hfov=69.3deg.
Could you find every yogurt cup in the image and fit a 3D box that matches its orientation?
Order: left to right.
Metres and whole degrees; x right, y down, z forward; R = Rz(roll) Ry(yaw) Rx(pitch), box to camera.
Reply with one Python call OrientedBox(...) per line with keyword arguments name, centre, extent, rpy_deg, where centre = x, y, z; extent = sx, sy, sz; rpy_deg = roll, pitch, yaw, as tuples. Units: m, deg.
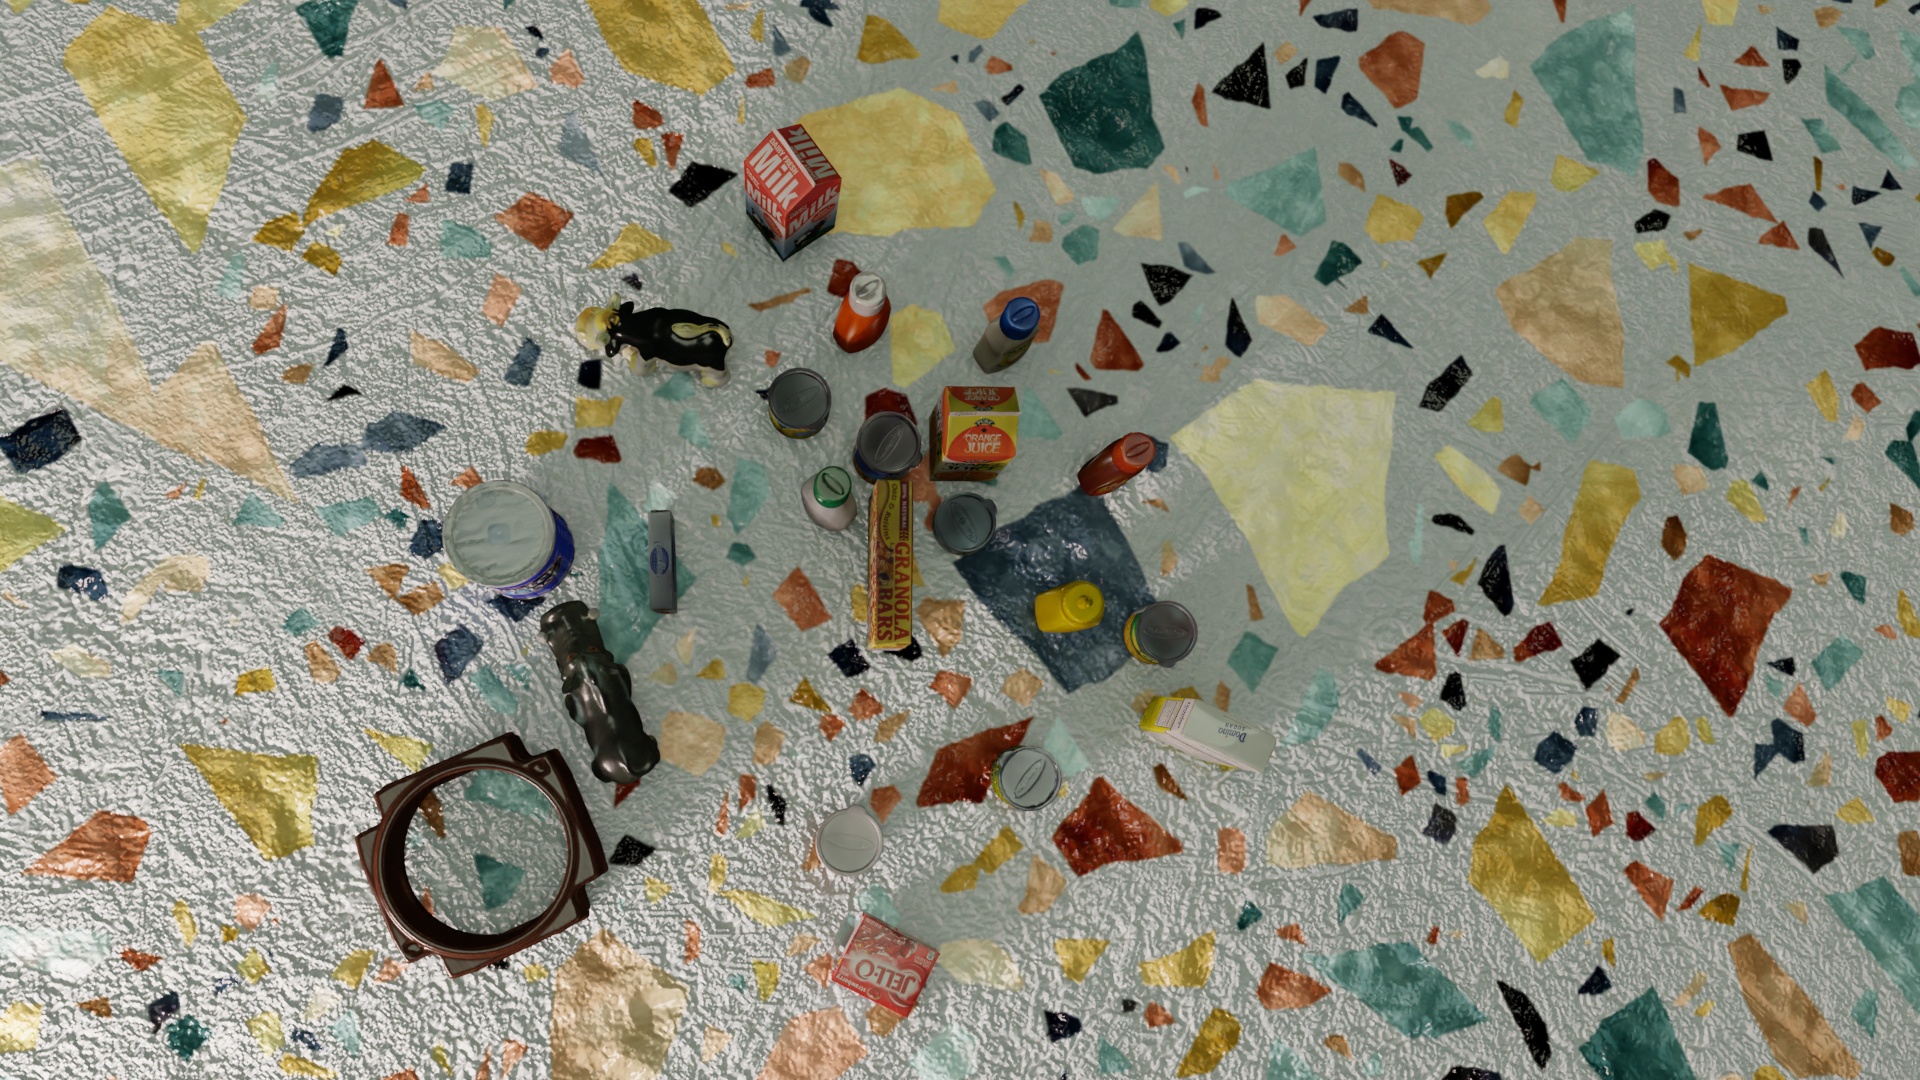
OrientedBox(name="yogurt cup", centre=(-0.114, 0.306, 1.416), extent=(0.072, 0.054, 0.072), rpy_deg=(1, 82, -8))

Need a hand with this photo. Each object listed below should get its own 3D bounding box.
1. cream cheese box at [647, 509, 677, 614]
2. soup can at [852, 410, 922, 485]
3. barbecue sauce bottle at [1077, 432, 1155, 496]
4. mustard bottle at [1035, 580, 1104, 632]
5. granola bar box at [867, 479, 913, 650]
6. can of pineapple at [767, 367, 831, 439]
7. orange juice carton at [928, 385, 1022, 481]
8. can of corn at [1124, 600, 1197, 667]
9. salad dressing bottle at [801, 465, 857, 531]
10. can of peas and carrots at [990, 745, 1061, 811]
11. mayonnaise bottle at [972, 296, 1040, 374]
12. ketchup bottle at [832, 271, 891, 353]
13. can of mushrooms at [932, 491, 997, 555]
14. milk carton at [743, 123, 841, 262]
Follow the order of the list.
OrientedBox(name="cream cheese box", centre=(-0.307, 0.023, 1.430), extent=(0.024, 0.053, 0.104), rpy_deg=(-2, 82, -8))
OrientedBox(name="soup can", centre=(-0.077, -0.094, 1.463), extent=(0.071, 0.083, 0.071), rpy_deg=(1, 82, -8))
OrientedBox(name="barbecue sauce bottle", centre=(0.168, -0.082, 1.463), extent=(0.065, 0.148, 0.043), rpy_deg=(-27, 87, -10))
OrientedBox(name="mustard bottle", centre=(0.118, 0.067, 1.428), extent=(0.065, 0.160, 0.049), rpy_deg=(-5, 83, -8))
OrientedBox(name="granola bar box", centre=(-0.072, 0.028, 1.426), extent=(0.039, 0.124, 0.165), rpy_deg=(1, 82, -8))
OrientedBox(name="can of pineapple", centre=(-0.170, -0.142, 1.471), extent=(0.071, 0.057, 0.071), rpy_deg=(1, 82, -8))
OrientedBox(name="orange juice carton", centre=(0.013, -0.111, 1.423), extent=(0.072, 0.192, 0.073), rpy_deg=(0, 83, -8))
OrientedBox(name="can of corn", centre=(0.214, 0.102, 1.489), extent=(0.071, 0.058, 0.071), rpy_deg=(1, 82, -8))
OrientedBox(name="salad dressing bottle", centre=(-0.133, -0.045, 1.416), extent=(0.064, 0.147, 0.044), rpy_deg=(45, 79, 0))
OrientedBox(name="can of peas and carrots", centre=(0.065, 0.245, 1.447), extent=(0.071, 0.058, 0.071), rpy_deg=(1, 82, -8))
OrientedBox(name="mayonnaise bottle", centre=(0.053, -0.218, 1.466), extent=(0.065, 0.148, 0.041), rpy_deg=(-31, 88, -10))
OrientedBox(name="ketchup bottle", centre=(-0.100, -0.240, 1.448), extent=(0.065, 0.148, 0.043), rpy_deg=(-40, 89, -11))
OrientedBox(name="can of mushrooms", centre=(0.005, -0.019, 1.490), extent=(0.071, 0.033, 0.071), rpy_deg=(1, 82, -8))
OrientedBox(name="milk carton", centre=(-0.174, -0.363, 1.434), extent=(0.073, 0.190, 0.072), rpy_deg=(-37, 89, -11))
